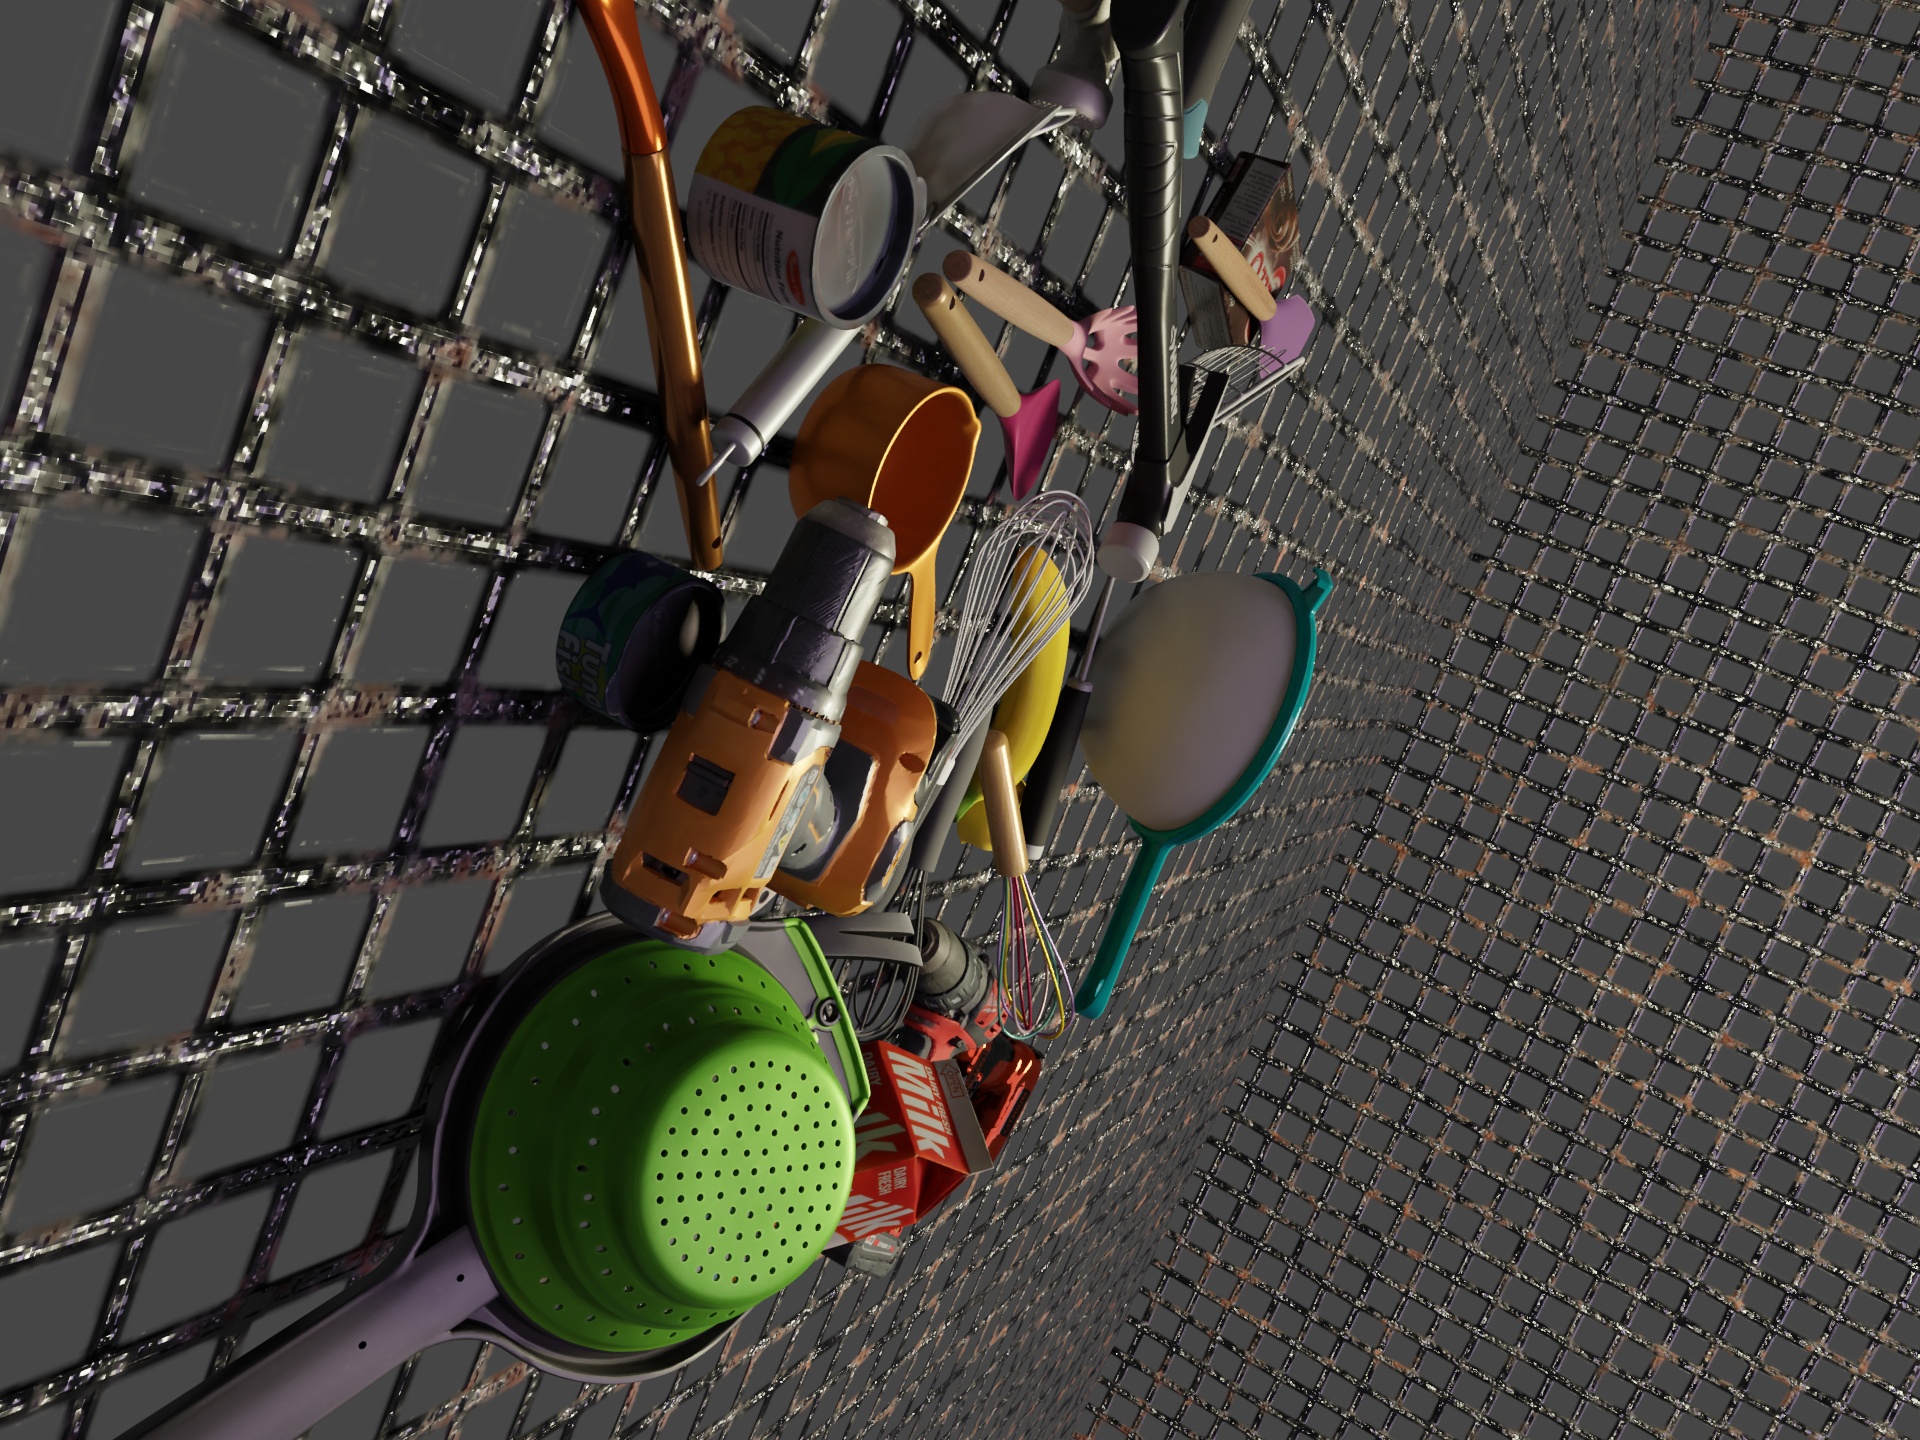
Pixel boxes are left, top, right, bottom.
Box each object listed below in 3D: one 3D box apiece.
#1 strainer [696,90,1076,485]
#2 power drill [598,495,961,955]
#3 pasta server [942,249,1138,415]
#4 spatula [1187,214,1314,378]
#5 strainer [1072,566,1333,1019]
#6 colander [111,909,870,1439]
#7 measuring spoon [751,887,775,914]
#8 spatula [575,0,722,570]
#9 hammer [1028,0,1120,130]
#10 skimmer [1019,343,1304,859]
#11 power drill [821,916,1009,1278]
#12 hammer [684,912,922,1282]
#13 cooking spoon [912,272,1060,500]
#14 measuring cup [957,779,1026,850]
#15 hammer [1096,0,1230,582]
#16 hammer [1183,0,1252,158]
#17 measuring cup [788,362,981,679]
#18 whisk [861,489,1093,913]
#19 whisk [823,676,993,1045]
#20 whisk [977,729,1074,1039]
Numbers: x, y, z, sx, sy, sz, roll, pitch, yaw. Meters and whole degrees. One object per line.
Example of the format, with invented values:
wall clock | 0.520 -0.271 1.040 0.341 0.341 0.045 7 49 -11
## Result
strainer | -0.032 -0.185 0.635 0.087 0.050 0.258 -18 -146 58
power drill | -0.063 0.005 0.701 0.185 0.084 0.226 -65 168 1
pasta server | 0.050 -0.195 0.787 0.316 0.040 0.060 -17 121 -73
spatula | 0.185 -0.262 0.996 0.060 0.018 0.315 -62 161 10
strainer | 0.120 0.032 1.100 0.211 0.095 0.340 -3 -119 67
colander | -0.169 0.214 0.622 0.397 0.094 0.204 -29 106 -37
measuring spoon | -0.075 0.069 0.870 0.124 0.018 0.034 -45 152 -39
spatula | -0.096 -0.167 0.532 0.081 0.041 0.322 -50 155 -34
hammer | -0.003 -0.344 0.554 0.410 0.038 0.146 -2 114 -66
skimmer | 0.123 -0.072 1.036 0.127 0.090 0.363 -46 153 -81
power drill | -0.046 0.243 1.057 0.227 0.080 0.187 -61 159 -16
hammer | -0.108 0.229 0.890 0.127 0.034 0.336 -4 133 -18
cooking spoon | 0.018 -0.160 0.767 0.319 0.017 0.069 13 99 -79
measuring cup | 0.044 0.066 1.121 0.062 0.029 0.156 -66 156 4
hammer | 0.102 -0.228 0.811 0.334 0.035 0.146 78 33 -55
hammer | 0.172 -0.456 0.836 0.128 0.033 0.331 0 114 -67
measuring cup | -0.038 -0.087 0.740 0.095 0.052 0.173 -49 156 -33
whisk | -0.002 -0.003 0.915 0.284 0.070 0.070 -62 159 9
whisk | -0.028 0.086 0.969 0.055 0.055 0.239 16 94 -68
whisk | 0.033 0.114 1.039 0.051 0.047 0.244 -16 120 -11
